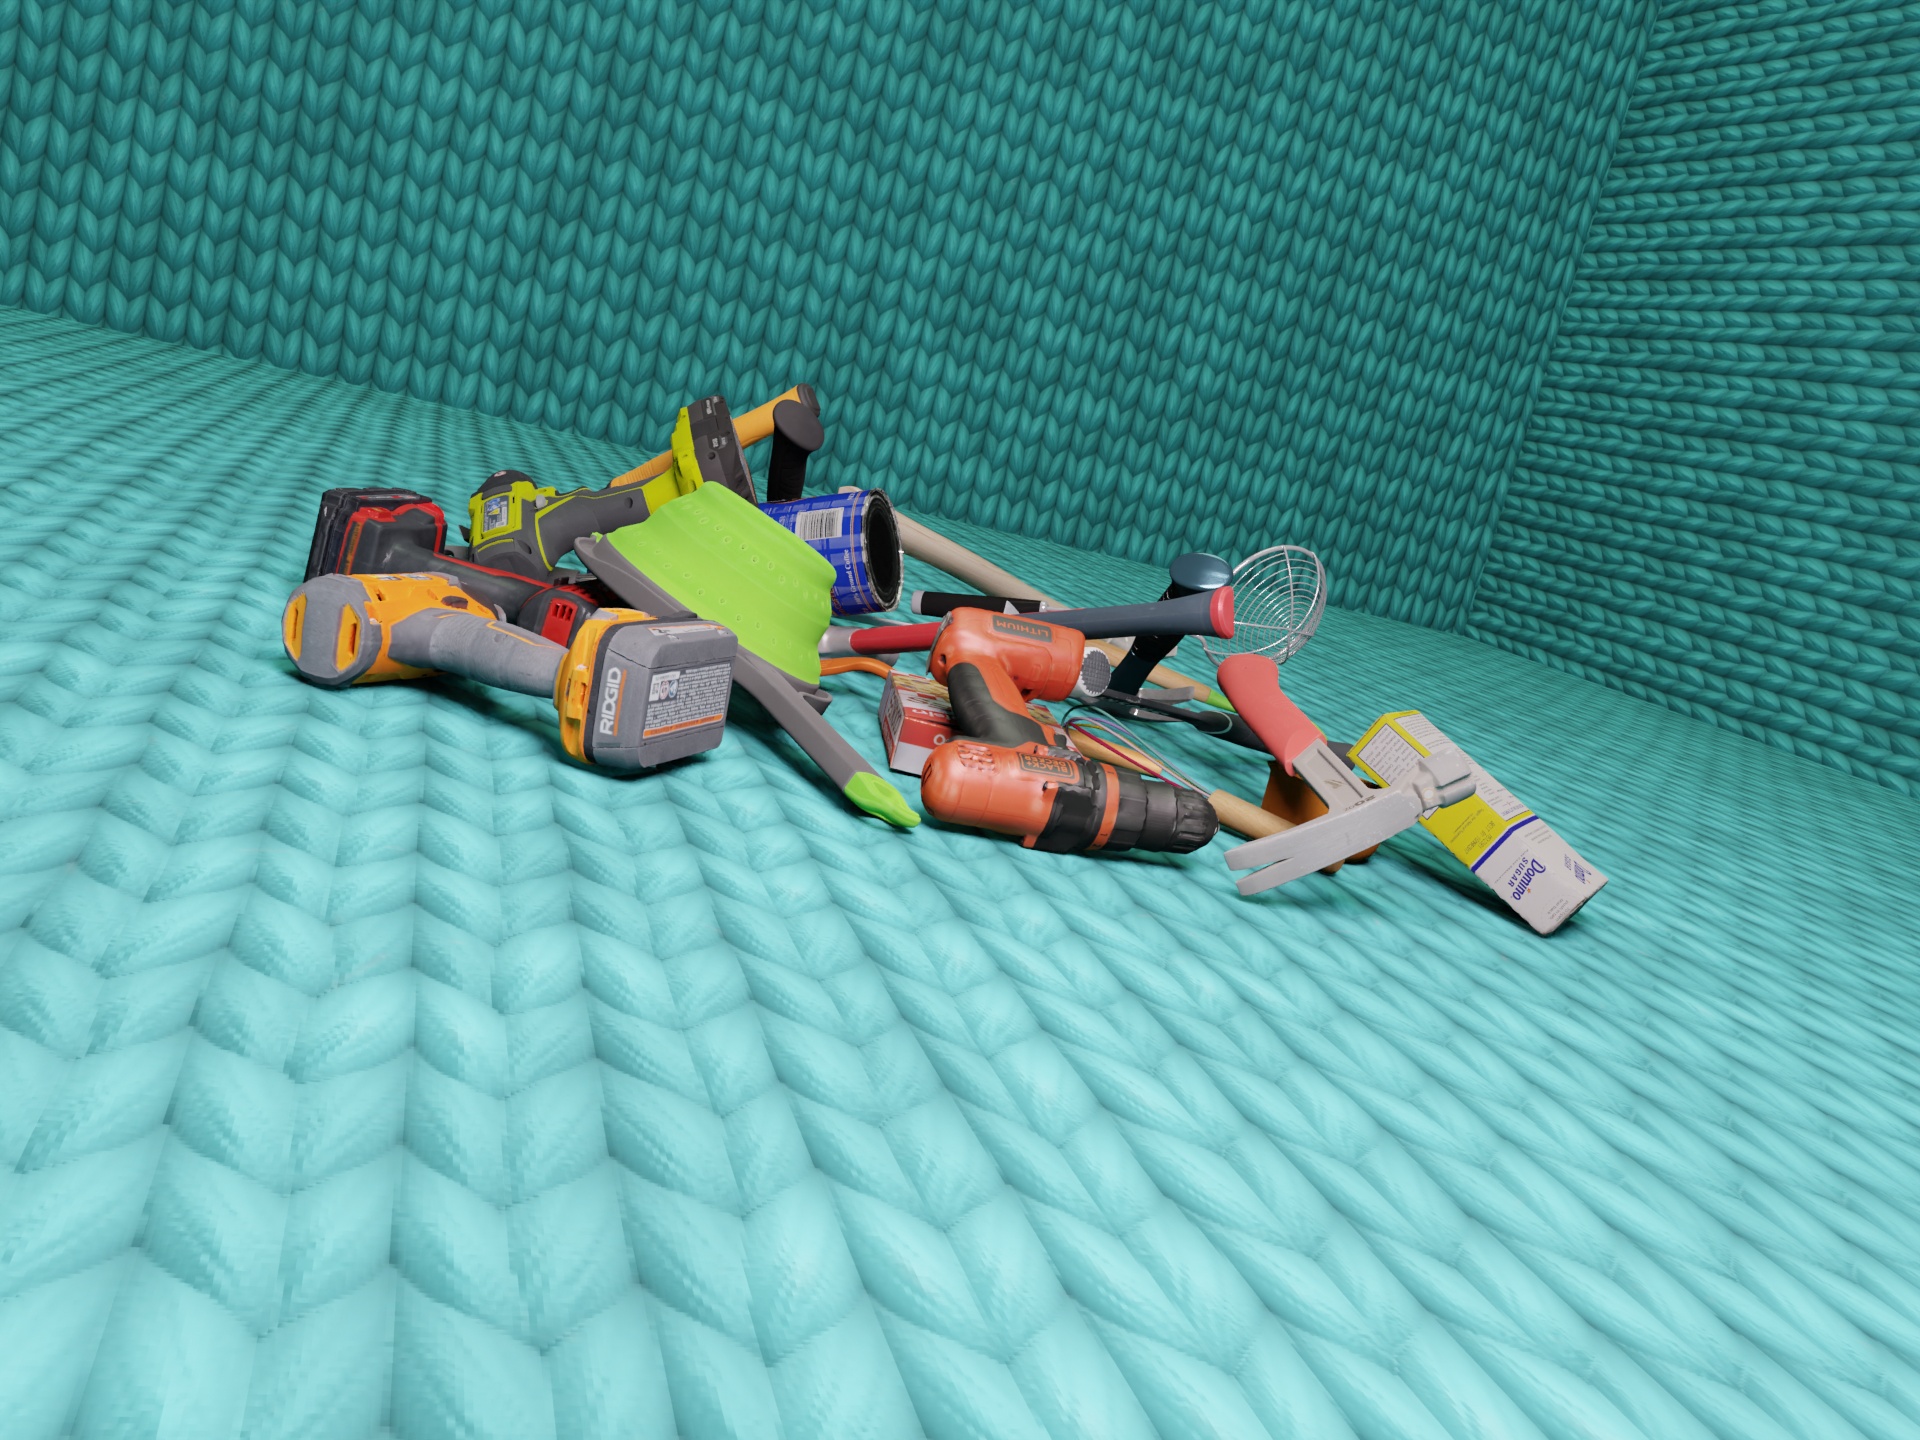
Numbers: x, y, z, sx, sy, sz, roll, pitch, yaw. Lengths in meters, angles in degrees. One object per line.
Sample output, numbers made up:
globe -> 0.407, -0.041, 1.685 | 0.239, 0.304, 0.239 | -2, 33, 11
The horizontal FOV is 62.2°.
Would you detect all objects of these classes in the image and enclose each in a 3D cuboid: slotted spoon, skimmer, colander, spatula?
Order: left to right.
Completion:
colander -> -0.112, -0.061, 1.025 | 0.204, 0.094, 0.398 | 32, 6, -42
spatula -> -0.002, -0.004, 1.216 | 0.322, 0.041, 0.081 | 18, 9, -2
skimmer -> 0.140, -0.108, 1.424 | 0.363, 0.127, 0.090 | 6, 42, 13
slotted spoon -> 0.204, -0.032, 1.464 | 0.313, 0.031, 0.070 | 23, 16, -3

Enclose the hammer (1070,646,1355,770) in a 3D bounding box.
hammer -> 0.190, 0.000, 1.306 | 0.408, 0.036, 0.149 | 14, -9, -39

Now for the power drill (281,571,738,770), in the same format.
power drill -> -0.250, -0.039, 0.926 | 0.226, 0.084, 0.164 | 13, 10, 16

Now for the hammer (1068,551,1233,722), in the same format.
hammer -> 0.154, -0.062, 1.287 | 0.128, 0.033, 0.331 | 16, -17, -2

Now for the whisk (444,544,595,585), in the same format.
whisk -> -0.318, -0.116, 1.312 | 0.239, 0.055, 0.055 | 10, 11, -3

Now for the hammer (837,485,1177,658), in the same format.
hammer -> 0.041, -0.129, 1.487 | 0.146, 0.038, 0.410 | -3, -18, 41

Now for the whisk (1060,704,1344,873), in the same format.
whisk -> 0.161, 0.047, 1.116 | 0.245, 0.051, 0.047 | 26, 10, 35

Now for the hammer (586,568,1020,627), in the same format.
hammer -> -0.132, -0.102, 1.416 | 0.405, 0.035, 0.144 | 11, -14, 2

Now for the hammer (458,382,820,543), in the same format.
hammer -> -0.276, -0.215, 1.393 | 0.337, 0.034, 0.127 | -21, 1, 18

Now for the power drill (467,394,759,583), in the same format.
power drill -> -0.281, -0.180, 1.273 | 0.223, 0.080, 0.171 | -17, 37, -2

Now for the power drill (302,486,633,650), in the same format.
power drill -> -0.321, -0.095, 1.128 | 0.227, 0.080, 0.188 | 19, 11, 7

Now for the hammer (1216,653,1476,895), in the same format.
hammer -> 0.217, 0.017, 1.081 | 0.149, 0.036, 0.359 | -24, 15, 3

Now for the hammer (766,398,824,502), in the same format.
hammer -> -0.163, -0.191, 1.405 | 0.146, 0.035, 0.334 | 33, -20, 1

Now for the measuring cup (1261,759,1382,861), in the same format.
measuring cup -> 0.262, 0.060, 1.157 | 0.095, 0.052, 0.173 | 16, 9, 7

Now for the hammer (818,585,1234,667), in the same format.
hammer -> 0.027, -0.069, 1.204 | 0.386, 0.038, 0.143 | -2, -4, 39
